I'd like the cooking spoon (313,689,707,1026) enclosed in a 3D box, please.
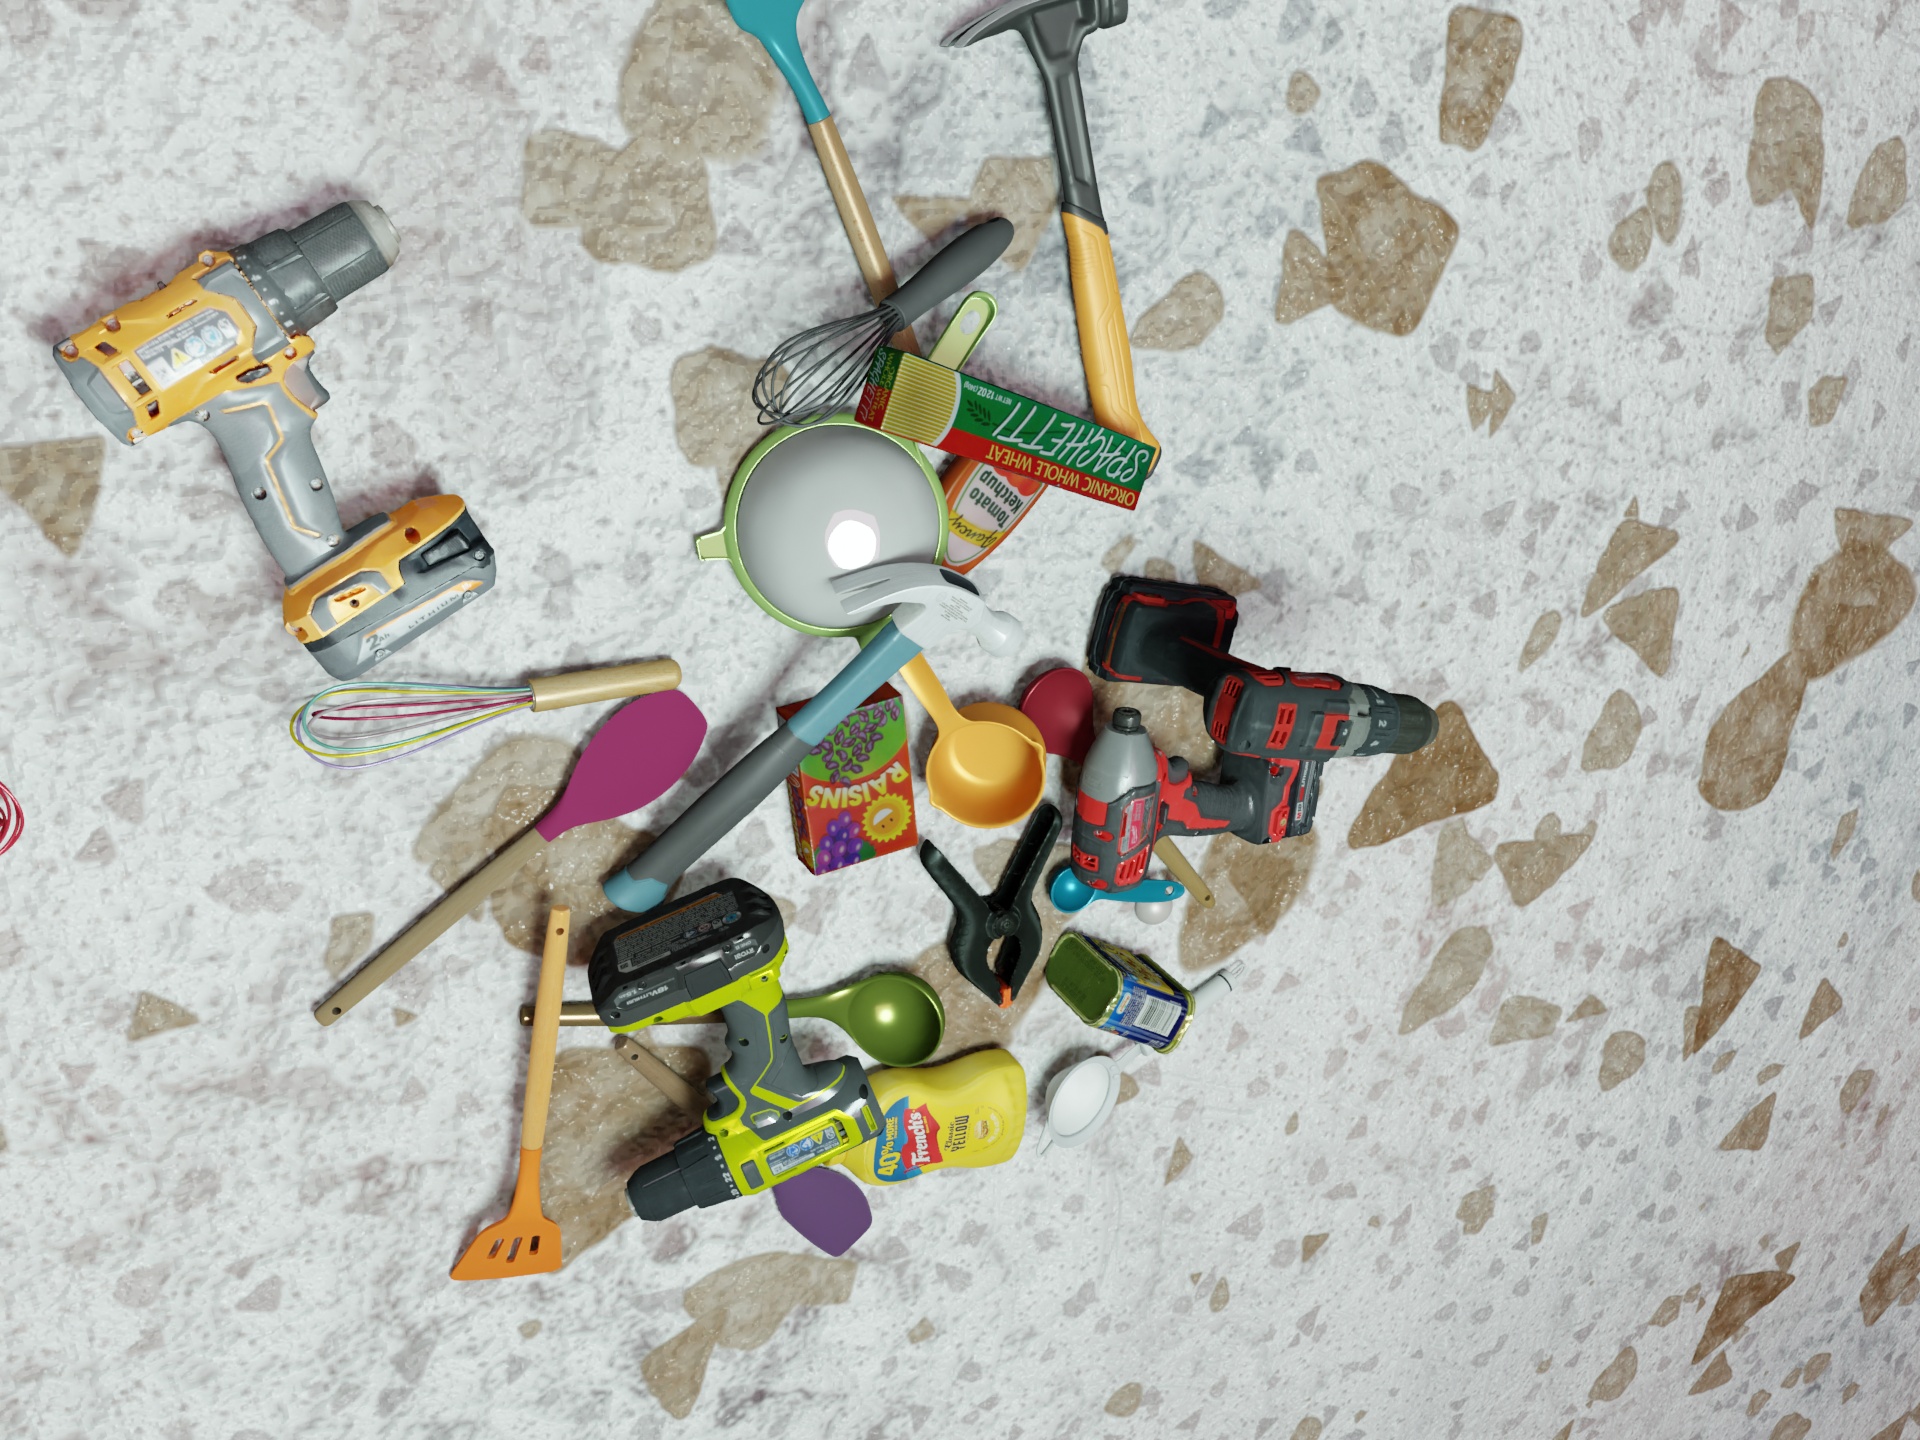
[{"bbox_3d":[-0.300,0.092,1.060,0.319,0.017,0.068,-41,123,-8],"label":"cooking spoon"}]

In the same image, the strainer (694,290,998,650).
[{"bbox_3d":[-0.047,-0.166,1.030,0.151,0.069,0.256,32,97,-17],"label":"strainer"}]

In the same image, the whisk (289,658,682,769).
[{"bbox_3d":[-0.295,-0.016,1.006,0.245,0.047,0.051,-11,115,-29],"label":"whisk"}]

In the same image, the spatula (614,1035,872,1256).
[{"bbox_3d":[-0.164,0.331,1.238,0.060,0.018,0.315,-44,126,-7],"label":"spatula"}]

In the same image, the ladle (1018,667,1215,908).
[{"bbox_3d":[0.133,0.063,1.280,0.069,0.031,0.315,-44,126,-5],"label":"ladle"}]

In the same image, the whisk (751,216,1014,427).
[{"bbox_3d":[-0.044,-0.255,1.004,0.239,0.055,0.055,-45,127,-28],"label":"whisk"}]

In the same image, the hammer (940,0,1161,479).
[{"bbox_3d":[0.082,-0.315,1.083,0.127,0.034,0.336,-25,121,-18],"label":"hammer"}]

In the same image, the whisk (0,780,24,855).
[{"bbox_3d":[-0.656,0.048,0.826,0.295,0.073,0.073,4,109,-23],"label":"whisk"}]

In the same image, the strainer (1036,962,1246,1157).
[{"bbox_3d":[0.153,0.286,1.379,0.258,0.050,0.086,-33,129,-19],"label":"strainer"}]

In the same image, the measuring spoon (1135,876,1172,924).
[{"bbox_3d":[0.146,0.127,1.319,0.034,0.018,0.124,-38,123,-9],"label":"measuring spoon"}]

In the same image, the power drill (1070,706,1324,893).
[{"bbox_3d":[0.183,0.045,1.246,0.219,0.079,0.143,-11,116,-34],"label":"power drill"}]

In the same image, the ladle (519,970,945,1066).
[{"bbox_3d":[-0.160,0.221,1.171,0.320,0.062,0.078,4,114,-27],"label":"ladle"}]

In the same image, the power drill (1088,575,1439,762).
[{"bbox_3d":[0.219,-0.031,1.163,0.187,0.227,0.080,4,109,-30],"label":"power drill"}]

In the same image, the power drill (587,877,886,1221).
[{"bbox_3d":[-0.173,0.242,1.117,0.190,0.080,0.228,-23,118,-9],"label":"power drill"}]

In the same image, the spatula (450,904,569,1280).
[{"bbox_3d":[-0.302,0.273,1.121,0.081,0.041,0.322,3,110,-25],"label":"spatula"}]

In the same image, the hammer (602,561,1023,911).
[{"bbox_3d":[-0.115,0.018,1.064,0.331,0.033,0.128,-42,135,15],"label":"hammer"}]

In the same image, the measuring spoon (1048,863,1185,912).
[{"bbox_3d":[0.127,0.136,1.306,0.128,0.021,0.042,4,108,-27],"label":"measuring spoon"}]

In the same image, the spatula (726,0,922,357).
[{"bbox_3d":[-0.073,-0.345,0.980,0.082,0.044,0.317,-40,126,-24],"label":"spatula"}]

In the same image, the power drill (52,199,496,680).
[{"bbox_3d":[-0.351,-0.159,0.890,0.185,0.084,0.226,-37,119,-12],"label":"power drill"}]

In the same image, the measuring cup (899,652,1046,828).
[{"bbox_3d":[-0.002,-0.004,1.160,0.095,0.052,0.173,-28,107,17],"label":"measuring cup"}]
